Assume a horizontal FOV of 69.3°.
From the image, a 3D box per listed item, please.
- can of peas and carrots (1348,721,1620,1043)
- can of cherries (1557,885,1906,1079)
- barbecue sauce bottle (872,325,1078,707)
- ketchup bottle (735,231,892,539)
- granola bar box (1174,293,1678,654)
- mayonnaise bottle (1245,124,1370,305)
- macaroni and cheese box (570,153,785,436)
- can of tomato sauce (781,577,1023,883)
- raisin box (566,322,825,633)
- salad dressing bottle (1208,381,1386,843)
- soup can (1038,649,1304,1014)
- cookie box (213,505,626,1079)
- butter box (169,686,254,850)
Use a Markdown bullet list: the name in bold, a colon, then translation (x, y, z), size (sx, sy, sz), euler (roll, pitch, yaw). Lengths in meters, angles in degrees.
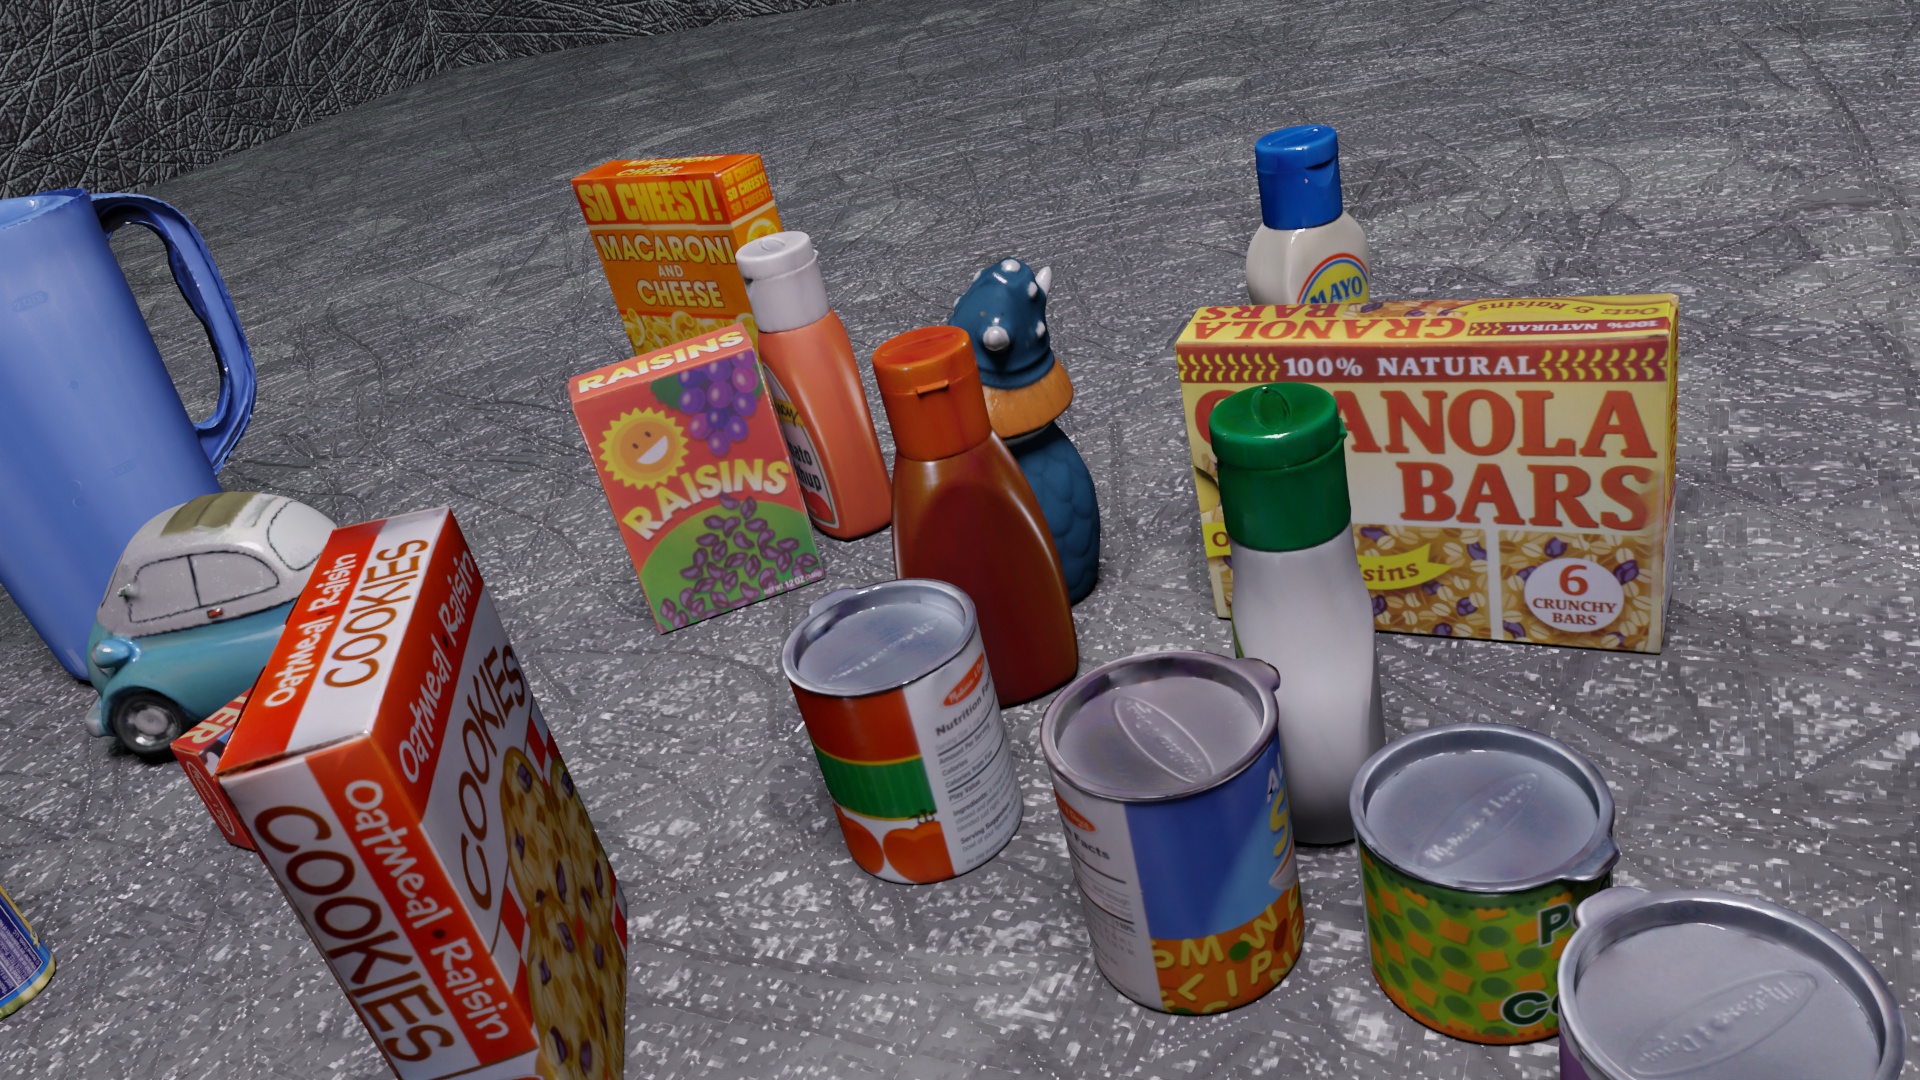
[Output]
- **can of peas and carrots**: translation (0.145, 0.093, 0.379), size (0.071, 0.058, 0.071), euler (-11, 29, 6)
- **can of cherries**: translation (0.170, 0.122, 0.316), size (0.071, 0.058, 0.072), euler (-11, 29, 6)
- **barbecue sauce bottle**: translation (0.002, -0.007, 0.528), size (0.065, 0.148, 0.044), euler (-15, 28, -1)
- **ketchup bottle**: translation (-0.071, -0.076, 0.685), size (0.044, 0.148, 0.065), euler (-24, 30, -18)
- **granola bar box**: translation (0.169, -0.025, 0.510), size (0.165, 0.123, 0.039), euler (3, 33, 29)
- **mayonnaise bottle**: translation (0.164, -0.116, 0.650), size (0.065, 0.147, 0.041), euler (-24, 30, -17)
- **macaroni and cheese box**: translation (-0.148, -0.140, 0.815), size (0.124, 0.165, 0.040), euler (8, 36, 36)
- **can of tomato sauce**: translation (-0.020, 0.065, 0.478), size (0.071, 0.082, 0.071), euler (-11, 29, 6)
- **raisin box**: translation (-0.121, -0.028, 0.649), size (0.086, 0.122, 0.040), euler (-19, 29, -8)
- **salad dressing bottle**: translation (0.104, 0.024, 0.427), size (0.044, 0.147, 0.064), euler (-9, 29, 10)
- **soup can**: translation (0.066, 0.083, 0.406), size (0.071, 0.083, 0.072), euler (-11, 29, 6)
- **cookie box**: translation (-0.144, 0.090, 0.401), size (0.040, 0.166, 0.123), euler (-16, 28, -3)
- **butter box**: translation (-0.281, 0.079, 0.603), size (0.024, 0.053, 0.104), euler (4, 34, 31)
